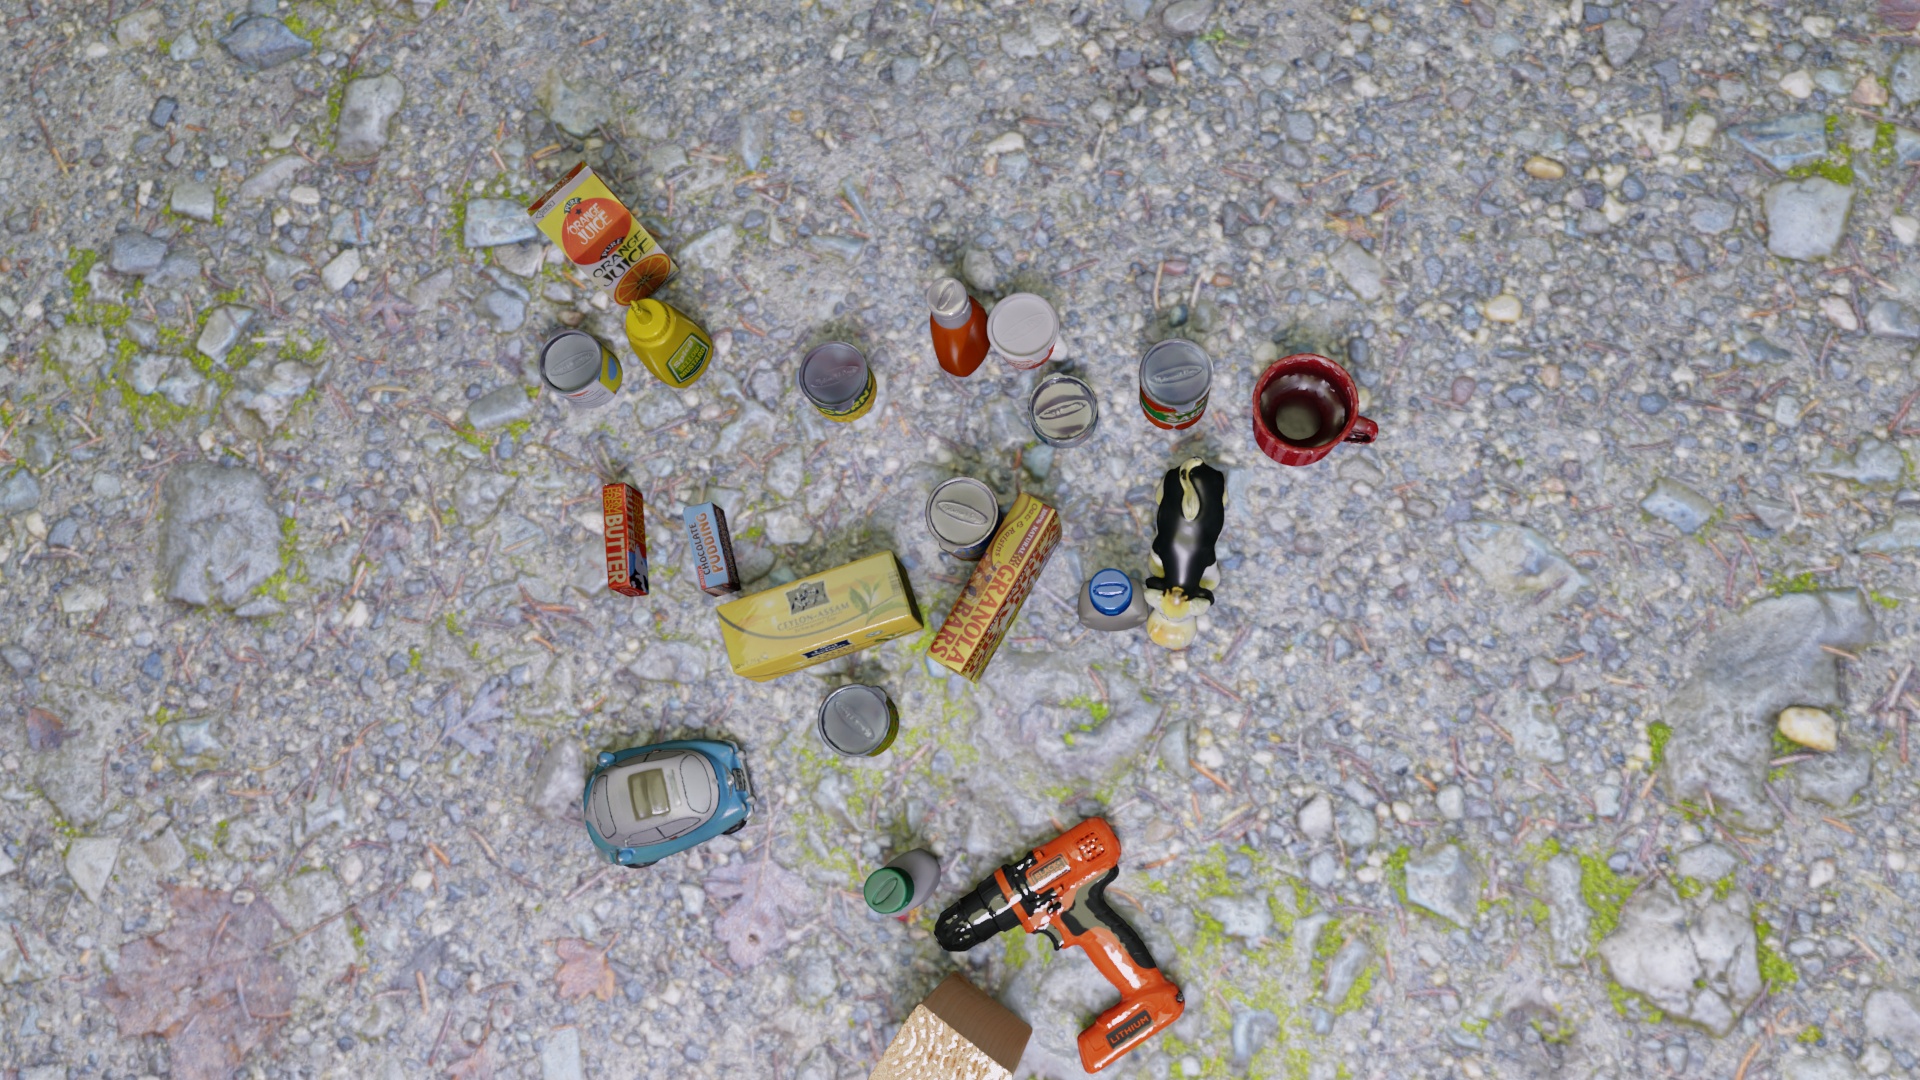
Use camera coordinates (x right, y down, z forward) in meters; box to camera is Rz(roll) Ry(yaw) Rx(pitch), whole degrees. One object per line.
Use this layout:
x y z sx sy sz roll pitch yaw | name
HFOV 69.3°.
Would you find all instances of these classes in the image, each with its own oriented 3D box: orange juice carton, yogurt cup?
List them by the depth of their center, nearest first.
-0.344 -0.292 1.323 0.072 0.192 0.073 -43 78 -2 | orange juice carton
0.061 -0.197 1.328 0.072 0.054 0.072 -1 79 7 | yogurt cup

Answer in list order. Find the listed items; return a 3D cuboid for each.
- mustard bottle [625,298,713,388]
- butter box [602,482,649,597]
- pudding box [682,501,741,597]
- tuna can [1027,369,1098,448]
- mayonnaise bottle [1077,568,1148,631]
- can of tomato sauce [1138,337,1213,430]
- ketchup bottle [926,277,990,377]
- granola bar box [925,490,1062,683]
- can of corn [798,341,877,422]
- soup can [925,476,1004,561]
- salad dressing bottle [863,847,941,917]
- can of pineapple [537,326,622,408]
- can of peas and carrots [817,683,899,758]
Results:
-0.282 -0.192 1.313 0.049 0.160 0.065 36 86 12 | mustard bottle
-0.322 0.000 1.336 0.024 0.053 0.103 -8 79 6 | butter box
-0.237 0.008 1.326 0.030 0.049 0.084 -15 78 4 | pudding box
0.097 -0.124 1.320 0.071 0.033 0.071 -1 79 7 | tuna can
0.134 0.053 1.223 0.065 0.148 0.041 -4 79 6 | mayonnaise bottle
0.199 -0.141 1.286 0.071 0.083 0.071 -1 79 7 | can of tomato sauce
-0.003 -0.201 1.288 0.043 0.148 0.065 25 84 11 | ketchup bottle
0.034 0.046 1.248 0.039 0.124 0.165 29 84 11 | granola bar box
-0.116 -0.149 1.337 0.071 0.058 0.071 -1 79 7 | can of corn
0.005 -0.016 1.284 0.071 0.083 0.071 -1 79 7 | soup can
-0.052 0.297 1.198 0.044 0.147 0.064 42 87 12 | salad dressing bottle
-0.375 -0.170 1.372 0.071 0.058 0.071 -1 79 7 | can of pineapple
-0.091 0.164 1.274 0.071 0.058 0.071 -1 79 7 | can of peas and carrots
